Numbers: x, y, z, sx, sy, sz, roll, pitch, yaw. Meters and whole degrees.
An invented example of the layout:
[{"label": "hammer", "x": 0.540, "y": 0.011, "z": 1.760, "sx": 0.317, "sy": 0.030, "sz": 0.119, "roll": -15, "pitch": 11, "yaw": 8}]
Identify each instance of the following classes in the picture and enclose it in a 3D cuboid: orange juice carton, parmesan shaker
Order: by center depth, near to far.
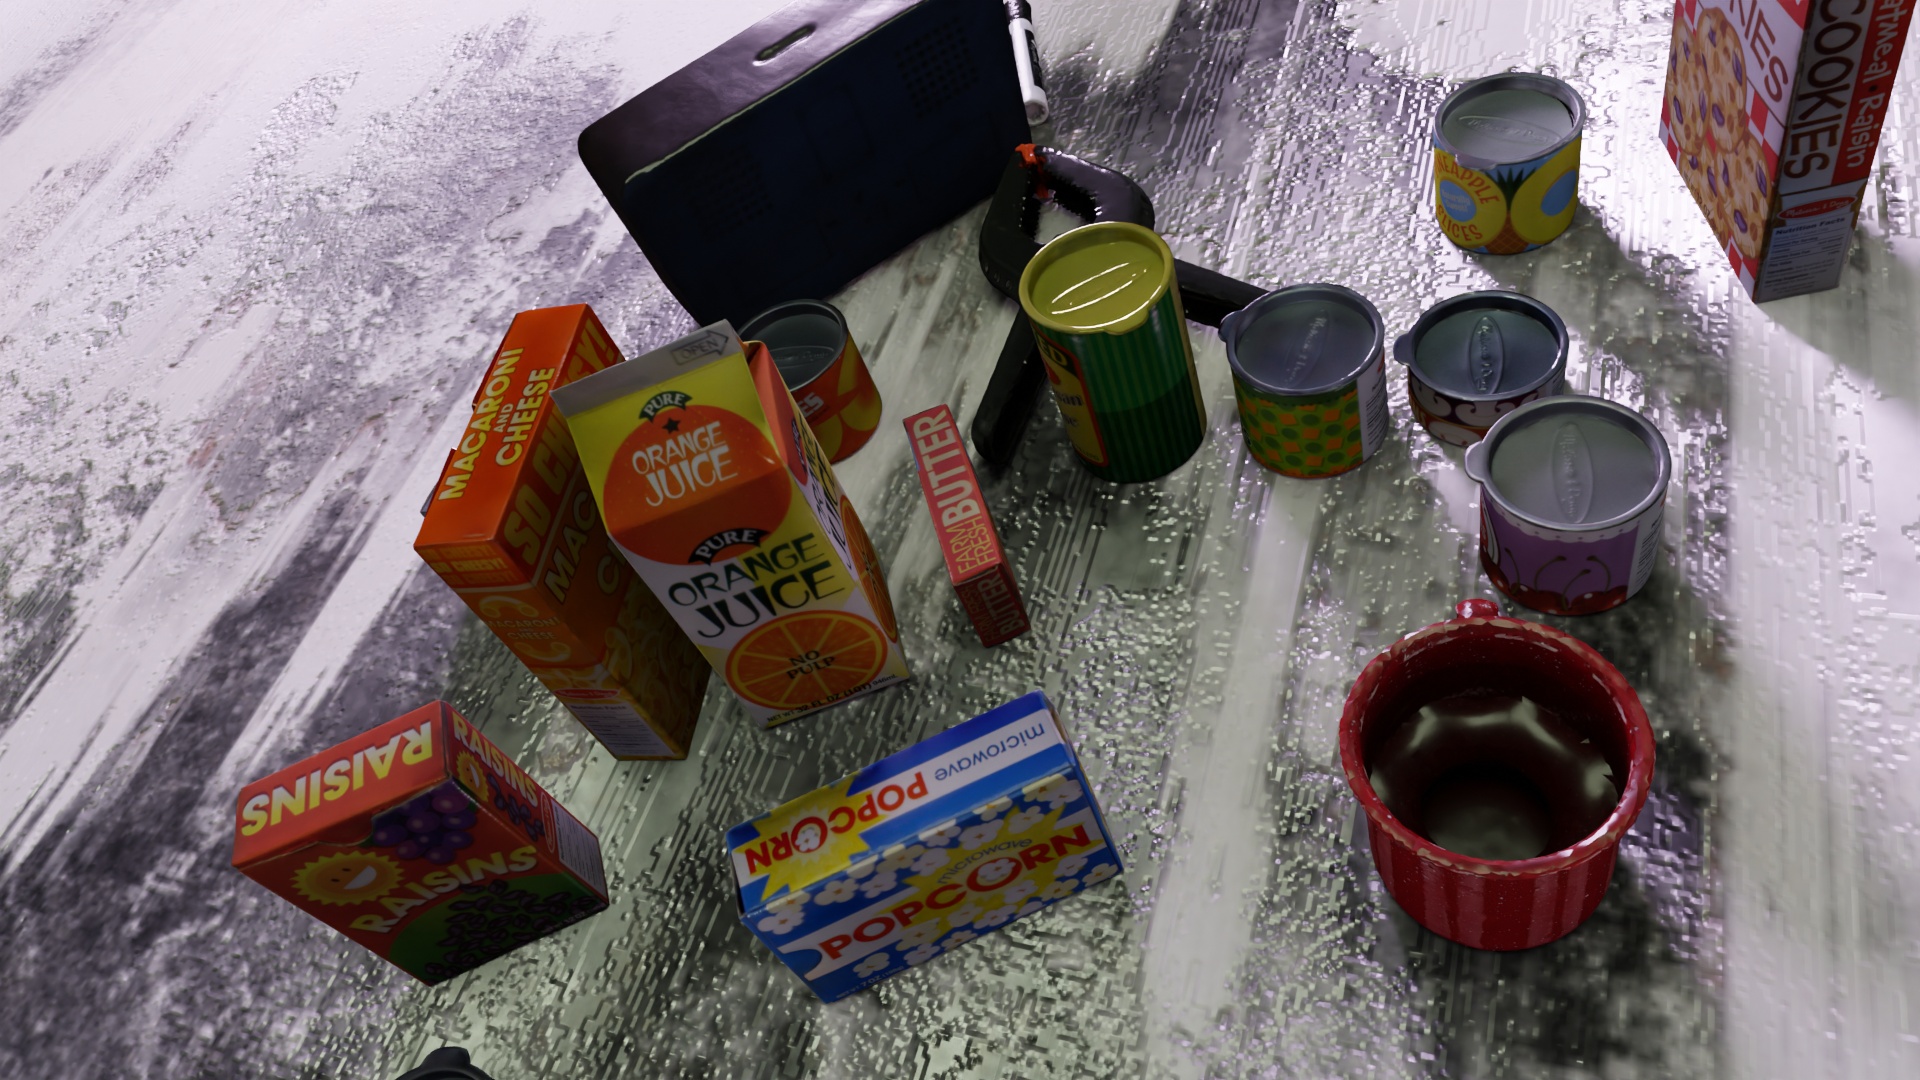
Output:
[{"label": "orange juice carton", "x": -0.088, "y": -0.009, "z": 0.562, "sx": 0.072, "sy": 0.191, "sz": 0.073, "roll": -20, "pitch": 49, "yaw": 4}, {"label": "parmesan shaker", "x": 0.071, "y": -0.080, "z": 0.620, "sx": 0.071, "sy": 0.102, "sz": 0.072, "roll": -10, "pitch": 51, "yaw": 13}]

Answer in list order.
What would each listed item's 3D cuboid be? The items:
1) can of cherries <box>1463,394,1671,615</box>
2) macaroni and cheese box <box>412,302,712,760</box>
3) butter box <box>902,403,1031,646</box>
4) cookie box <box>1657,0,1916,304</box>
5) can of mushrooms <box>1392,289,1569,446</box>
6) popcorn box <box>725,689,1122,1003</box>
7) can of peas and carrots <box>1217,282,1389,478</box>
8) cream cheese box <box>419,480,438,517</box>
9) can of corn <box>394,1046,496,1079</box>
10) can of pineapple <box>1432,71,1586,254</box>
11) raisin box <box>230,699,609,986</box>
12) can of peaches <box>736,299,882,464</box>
[{"label": "can of cherries", "x": 0.233, "y": -0.014, "z": 0.539, "sx": 0.071, "sy": 0.058, "sz": 0.072, "roll": -10, "pitch": 51, "yaw": 12}, {"label": "macaroni and cheese box", "x": -0.154, "y": 0.001, "z": 0.595, "sx": 0.040, "sy": 0.165, "sz": 0.124, "roll": -4, "pitch": 52, "yaw": 17}, {"label": "butter box", "x": 0.002, "y": -0.008, "z": 0.621, "sx": 0.024, "sy": 0.053, "sz": 0.104, "roll": -21, "pitch": 49, "yaw": 3}, {"label": "cookie box", "x": 0.338, "y": -0.203, "z": 0.580, "sx": 0.040, "sy": 0.166, "sz": 0.123, "roll": -11, "pitch": 51, "yaw": 12}, {"label": "can of mushrooms", "x": 0.227, "y": -0.075, "z": 0.607, "sx": 0.071, "sy": 0.033, "sz": 0.071, "roll": -10, "pitch": 51, "yaw": 12}, {"label": "popcorn box", "x": -0.011, "y": 0.114, "z": 0.508, "sx": 0.127, "sy": 0.085, "sz": 0.038, "roll": -24, "pitch": 49, "yaw": 0}, {"label": "can of peas and carrots", "x": 0.152, "y": -0.070, "z": 0.613, "sx": 0.071, "sy": 0.058, "sz": 0.071, "roll": -10, "pitch": 51, "yaw": 12}, {"label": "cream cheese box", "x": -0.211, "y": -0.005, "z": 0.695, "sx": 0.104, "sy": 0.053, "sz": 0.024, "roll": 3, "pitch": 55, "yaw": 22}, {"label": "can of corn", "x": -0.177, "y": 0.226, "z": 0.497, "sx": 0.071, "sy": 0.058, "sz": 0.071, "roll": -10, "pitch": 51, "yaw": 12}, {"label": "can of pineapple", "x": 0.258, "y": -0.178, "z": 0.661, "sx": 0.071, "sy": 0.057, "sz": 0.071, "roll": -10, "pitch": 51, "yaw": 12}, {"label": "raisin box", "x": -0.207, "y": 0.123, "z": 0.547, "sx": 0.086, "sy": 0.123, "sz": 0.040, "roll": -23, "pitch": 49, "yaw": 1}, {"label": "can of peaches", "x": -0.079, "y": -0.077, "z": 0.702, "sx": 0.071, "sy": 0.057, "sz": 0.071, "roll": -10, "pitch": 51, "yaw": 12}]
